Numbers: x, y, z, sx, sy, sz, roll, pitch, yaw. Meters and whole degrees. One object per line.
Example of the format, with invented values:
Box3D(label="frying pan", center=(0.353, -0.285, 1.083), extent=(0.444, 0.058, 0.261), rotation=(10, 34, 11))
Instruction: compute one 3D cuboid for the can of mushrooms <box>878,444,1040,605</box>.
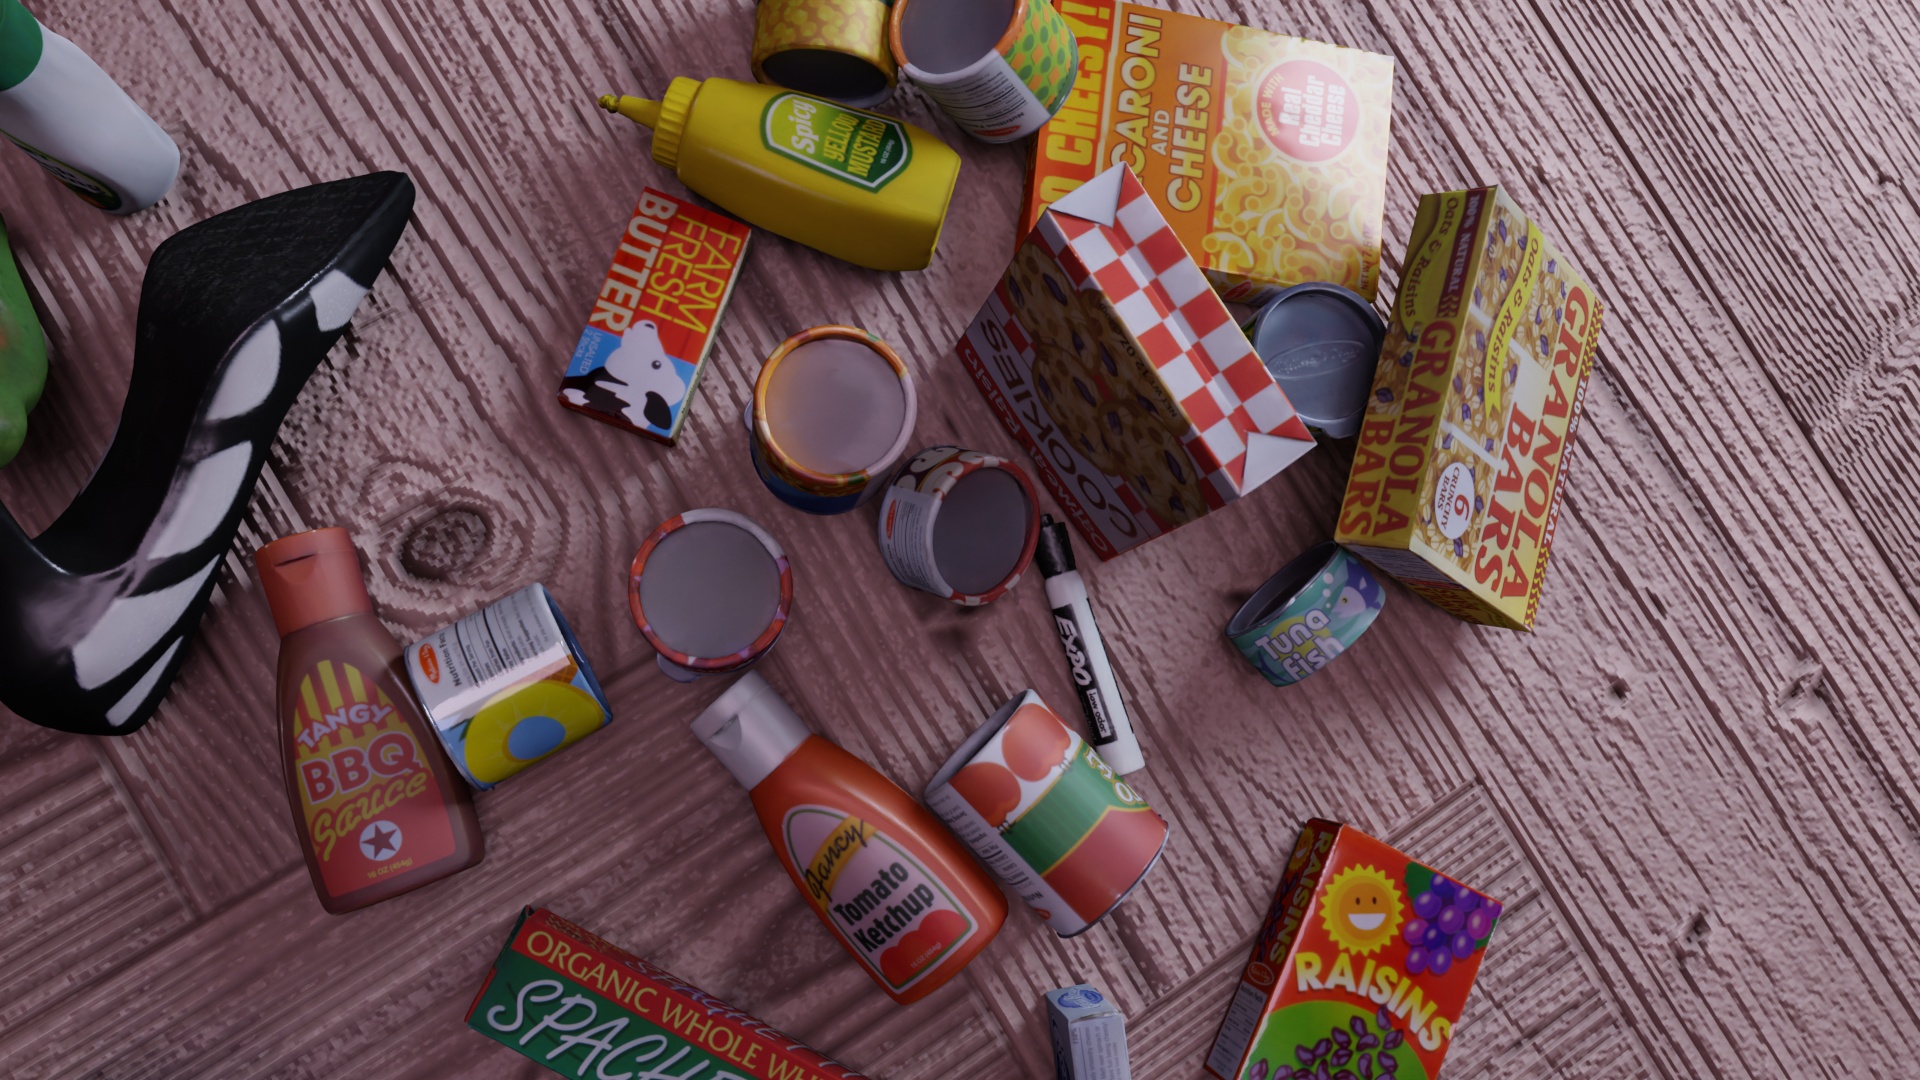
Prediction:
Box3D(label="can of mushrooms", center=(0.002, -0.008, 0.600), extent=(0.071, 0.033, 0.071), rotation=(-12, 108, -38))

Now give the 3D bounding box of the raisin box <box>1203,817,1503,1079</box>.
Box3D(label="raisin box", center=(0.174, 0.196, 0.613), extent=(0.086, 0.040, 0.123), rotation=(26, 80, -4))

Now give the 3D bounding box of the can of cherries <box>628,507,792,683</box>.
Box3D(label="can of cherries", center=(-0.104, 0.025, 0.580), extent=(0.071, 0.058, 0.071), rotation=(1, 82, -9))

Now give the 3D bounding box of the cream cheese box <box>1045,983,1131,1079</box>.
Box3D(label="cream cheese box", center=(0.058, 0.244, 0.580), extent=(0.024, 0.053, 0.104), rotation=(-7, 83, -8))

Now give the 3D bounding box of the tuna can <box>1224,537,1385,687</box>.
Box3D(label="tuna can", center=(0.152, 0.033, 0.615), extent=(0.071, 0.071, 0.033), rotation=(-42, 91, -12))

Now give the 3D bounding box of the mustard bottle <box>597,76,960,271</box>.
Box3D(label="mustard bottle", center=(-0.082, -0.168, 0.610), extent=(0.160, 0.048, 0.065), rotation=(17, 54, -6))

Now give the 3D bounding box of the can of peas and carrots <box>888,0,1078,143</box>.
Box3D(label="can of peas and carrots", center=(0.010, -0.219, 0.606), extent=(0.071, 0.058, 0.071), rotation=(-6, 76, 26))

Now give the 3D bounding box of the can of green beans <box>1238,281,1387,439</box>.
Box3D(label="can of green beans", center=(0.154, -0.078, 0.637), extent=(0.071, 0.057, 0.071), rotation=(1, 82, -9))

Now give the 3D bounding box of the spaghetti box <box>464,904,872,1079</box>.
Box3D(label="spaghetti box", center=(-0.081, 0.230, 0.571), extent=(0.250, 0.028, 0.050), rotation=(29, 78, -5))

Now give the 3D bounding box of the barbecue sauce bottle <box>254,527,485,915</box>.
Box3D(label="barbecue sauce bottle", center=(-0.244, 0.070, 0.559), extent=(0.065, 0.043, 0.148), rotation=(-19, 85, -10))

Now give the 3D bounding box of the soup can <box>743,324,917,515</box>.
Box3D(label="soup can", center=(-0.058, -0.050, 0.585), extent=(0.071, 0.083, 0.071), rotation=(1, 83, -8))

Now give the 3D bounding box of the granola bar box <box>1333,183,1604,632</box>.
Box3D(label="granola bar box", center=(0.233, -0.056, 0.626), extent=(0.124, 0.039, 0.166), rotation=(25, 77, -41))

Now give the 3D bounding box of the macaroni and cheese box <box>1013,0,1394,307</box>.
Box3D(label="macaroni and cheese box", center=(0.114, -0.179, 0.653), extent=(0.166, 0.040, 0.124), rotation=(8, 81, -9))

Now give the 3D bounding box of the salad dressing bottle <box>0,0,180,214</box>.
Box3D(label="salad dressing bottle", center=(-0.347, -0.169, 0.522), extent=(0.064, 0.147, 0.044), rotation=(35, 79, -3))

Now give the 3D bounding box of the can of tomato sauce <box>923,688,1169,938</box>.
Box3D(label="can of tomato sauce", center=(0.037, 0.113, 0.588), extent=(0.083, 0.071, 0.071), rotation=(45, 78, -1))

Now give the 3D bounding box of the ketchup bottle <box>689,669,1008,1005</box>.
Box3D(label="ketchup bottle", center=(-0.050, 0.120, 0.581), extent=(0.064, 0.043, 0.149), rotation=(-42, 90, 16))

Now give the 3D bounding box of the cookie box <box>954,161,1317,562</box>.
Box3D(label="cookie box", center=(0.060, -0.061, 0.564), extent=(0.040, 0.167, 0.123), rotation=(-34, 89, -14))

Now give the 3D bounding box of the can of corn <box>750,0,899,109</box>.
Box3D(label="can of corn", center=(-0.060, -0.232, 0.617), extent=(0.071, 0.071, 0.058), rotation=(6, 82, -8))

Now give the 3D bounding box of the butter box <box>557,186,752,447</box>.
Box3D(label="butter box", center=(-0.133, -0.098, 0.610), extent=(0.053, 0.024, 0.103), rotation=(20, 80, -7))

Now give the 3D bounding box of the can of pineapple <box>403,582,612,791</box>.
Box3D(label="can of pineapple", center=(-0.181, 0.059, 0.561), extent=(0.058, 0.071, 0.071), rotation=(-28, 88, -12))
